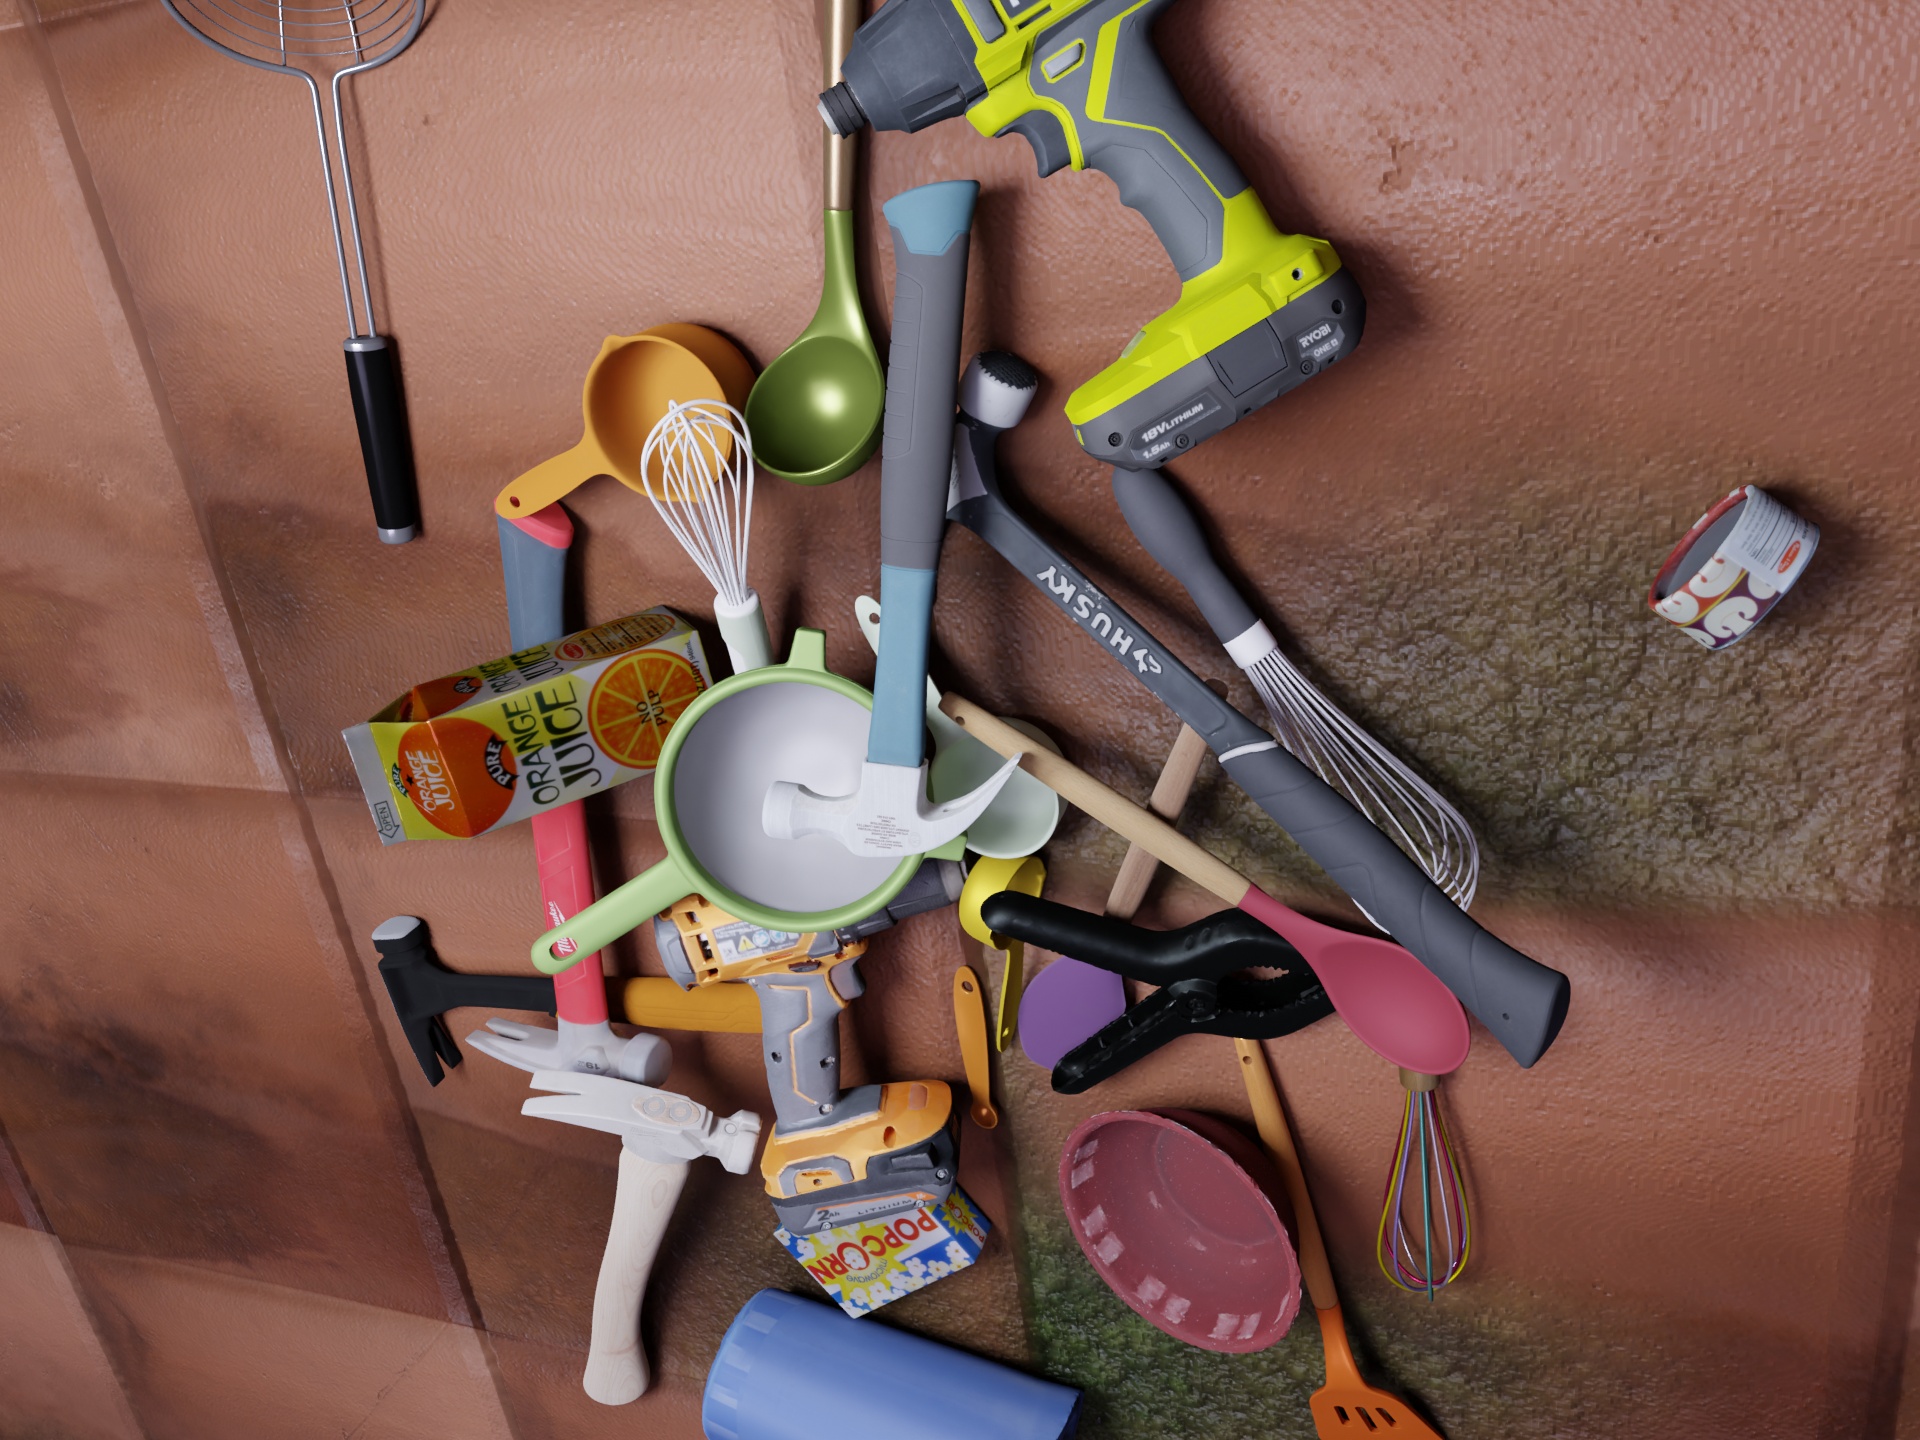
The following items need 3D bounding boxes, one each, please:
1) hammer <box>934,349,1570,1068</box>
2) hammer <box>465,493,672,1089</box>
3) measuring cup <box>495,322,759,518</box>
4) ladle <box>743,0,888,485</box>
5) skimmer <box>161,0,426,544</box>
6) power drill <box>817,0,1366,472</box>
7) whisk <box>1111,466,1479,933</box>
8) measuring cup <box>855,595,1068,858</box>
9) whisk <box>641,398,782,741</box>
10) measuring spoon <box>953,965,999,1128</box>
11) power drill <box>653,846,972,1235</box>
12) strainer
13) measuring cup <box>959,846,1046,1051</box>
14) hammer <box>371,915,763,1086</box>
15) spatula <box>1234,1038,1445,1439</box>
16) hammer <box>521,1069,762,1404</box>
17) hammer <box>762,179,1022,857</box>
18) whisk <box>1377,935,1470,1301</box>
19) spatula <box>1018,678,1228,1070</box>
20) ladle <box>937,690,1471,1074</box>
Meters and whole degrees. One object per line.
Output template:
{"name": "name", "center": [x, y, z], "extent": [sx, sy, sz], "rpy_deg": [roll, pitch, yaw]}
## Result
{"name": "hammer", "center": [0.118, 0.005, 0.752], "extent": [0.409, 0.036, 0.149], "rpy_deg": [45, 130, 19]}
{"name": "hammer", "center": [-0.262, 0.049, 0.982], "extent": [0.143, 0.038, 0.386], "rpy_deg": [7, 112, 22]}
{"name": "measuring cup", "center": [-0.181, -0.152, 0.860], "extent": [0.173, 0.052, 0.095], "rpy_deg": [-21, 106, 32]}
{"name": "ladle", "center": [-0.064, -0.268, 0.749], "extent": [0.078, 0.062, 0.320], "rpy_deg": [17, 119, 26]}
{"name": "skimmer", "center": [-0.333, -0.253, 0.849], "extent": [0.127, 0.090, 0.363], "rpy_deg": [-4, 120, -10]}
{"name": "power drill", "center": [0.059, -0.227, 0.680], "extent": [0.171, 0.080, 0.223], "rpy_deg": [-30, 102, 7]}
{"name": "whisk", "center": [0.161, -0.011, 0.785], "extent": [0.070, 0.070, 0.284], "rpy_deg": [-35, 94, 33]}
{"name": "measuring cup", "center": [-0.001, -0.003, 0.870], "extent": [0.083, 0.038, 0.167], "rpy_deg": [-30, 97, 32]}
{"name": "whisk", "center": [-0.121, -0.069, 0.842], "extent": [0.058, 0.059, 0.246], "rpy_deg": [46, 156, 36]}
{"name": "measuring spoon", "center": [0.011, 0.202, 0.985], "extent": [0.021, 0.011, 0.116], "rpy_deg": [5, 114, 30]}
{"name": "power drill", "center": [-0.061, 0.178, 0.946], "extent": [0.185, 0.084, 0.226], "rpy_deg": [-16, 106, 7]}
{"name": "strainer", "center": [-0.130, 0.063, 0.885], "extent": [0.256, 0.069, 0.151], "rpy_deg": [-32, 102, 14]}
{"name": "measuring cup", "center": [0.020, 0.137, 0.928], "extent": [0.029, 0.062, 0.156], "rpy_deg": [23, 133, 24]}
{"name": "hammer", "center": [-0.245, 0.195, 1.074], "extent": [0.337, 0.034, 0.127], "rpy_deg": [-2, 114, 24]}
{"name": "spatula", "center": [0.214, 0.322, 0.952], "extent": [0.081, 0.041, 0.322], "rpy_deg": [-11, 107, 28]}
{"name": "hammer", "center": [-0.243, 0.379, 1.118], "extent": [0.146, 0.038, 0.410], "rpy_deg": [14, 132, -5]}
{"name": "hammer", "center": [-0.025, -0.089, 0.769], "extent": [0.128, 0.033, 0.331], "rpy_deg": [8, 108, 9]}
{"name": "whisk", "center": [0.249, 0.217, 0.872], "extent": [0.047, 0.051, 0.244], "rpy_deg": [2, 113, 28]}
{"name": "spatula", "center": [0.088, 0.098, 0.873], "extent": [0.060, 0.018, 0.315], "rpy_deg": [24, 131, 8]}
{"name": "ladle", "center": [0.121, 0.075, 0.808], "extent": [0.315, 0.031, 0.069], "rpy_deg": [33, 133, 7]}
